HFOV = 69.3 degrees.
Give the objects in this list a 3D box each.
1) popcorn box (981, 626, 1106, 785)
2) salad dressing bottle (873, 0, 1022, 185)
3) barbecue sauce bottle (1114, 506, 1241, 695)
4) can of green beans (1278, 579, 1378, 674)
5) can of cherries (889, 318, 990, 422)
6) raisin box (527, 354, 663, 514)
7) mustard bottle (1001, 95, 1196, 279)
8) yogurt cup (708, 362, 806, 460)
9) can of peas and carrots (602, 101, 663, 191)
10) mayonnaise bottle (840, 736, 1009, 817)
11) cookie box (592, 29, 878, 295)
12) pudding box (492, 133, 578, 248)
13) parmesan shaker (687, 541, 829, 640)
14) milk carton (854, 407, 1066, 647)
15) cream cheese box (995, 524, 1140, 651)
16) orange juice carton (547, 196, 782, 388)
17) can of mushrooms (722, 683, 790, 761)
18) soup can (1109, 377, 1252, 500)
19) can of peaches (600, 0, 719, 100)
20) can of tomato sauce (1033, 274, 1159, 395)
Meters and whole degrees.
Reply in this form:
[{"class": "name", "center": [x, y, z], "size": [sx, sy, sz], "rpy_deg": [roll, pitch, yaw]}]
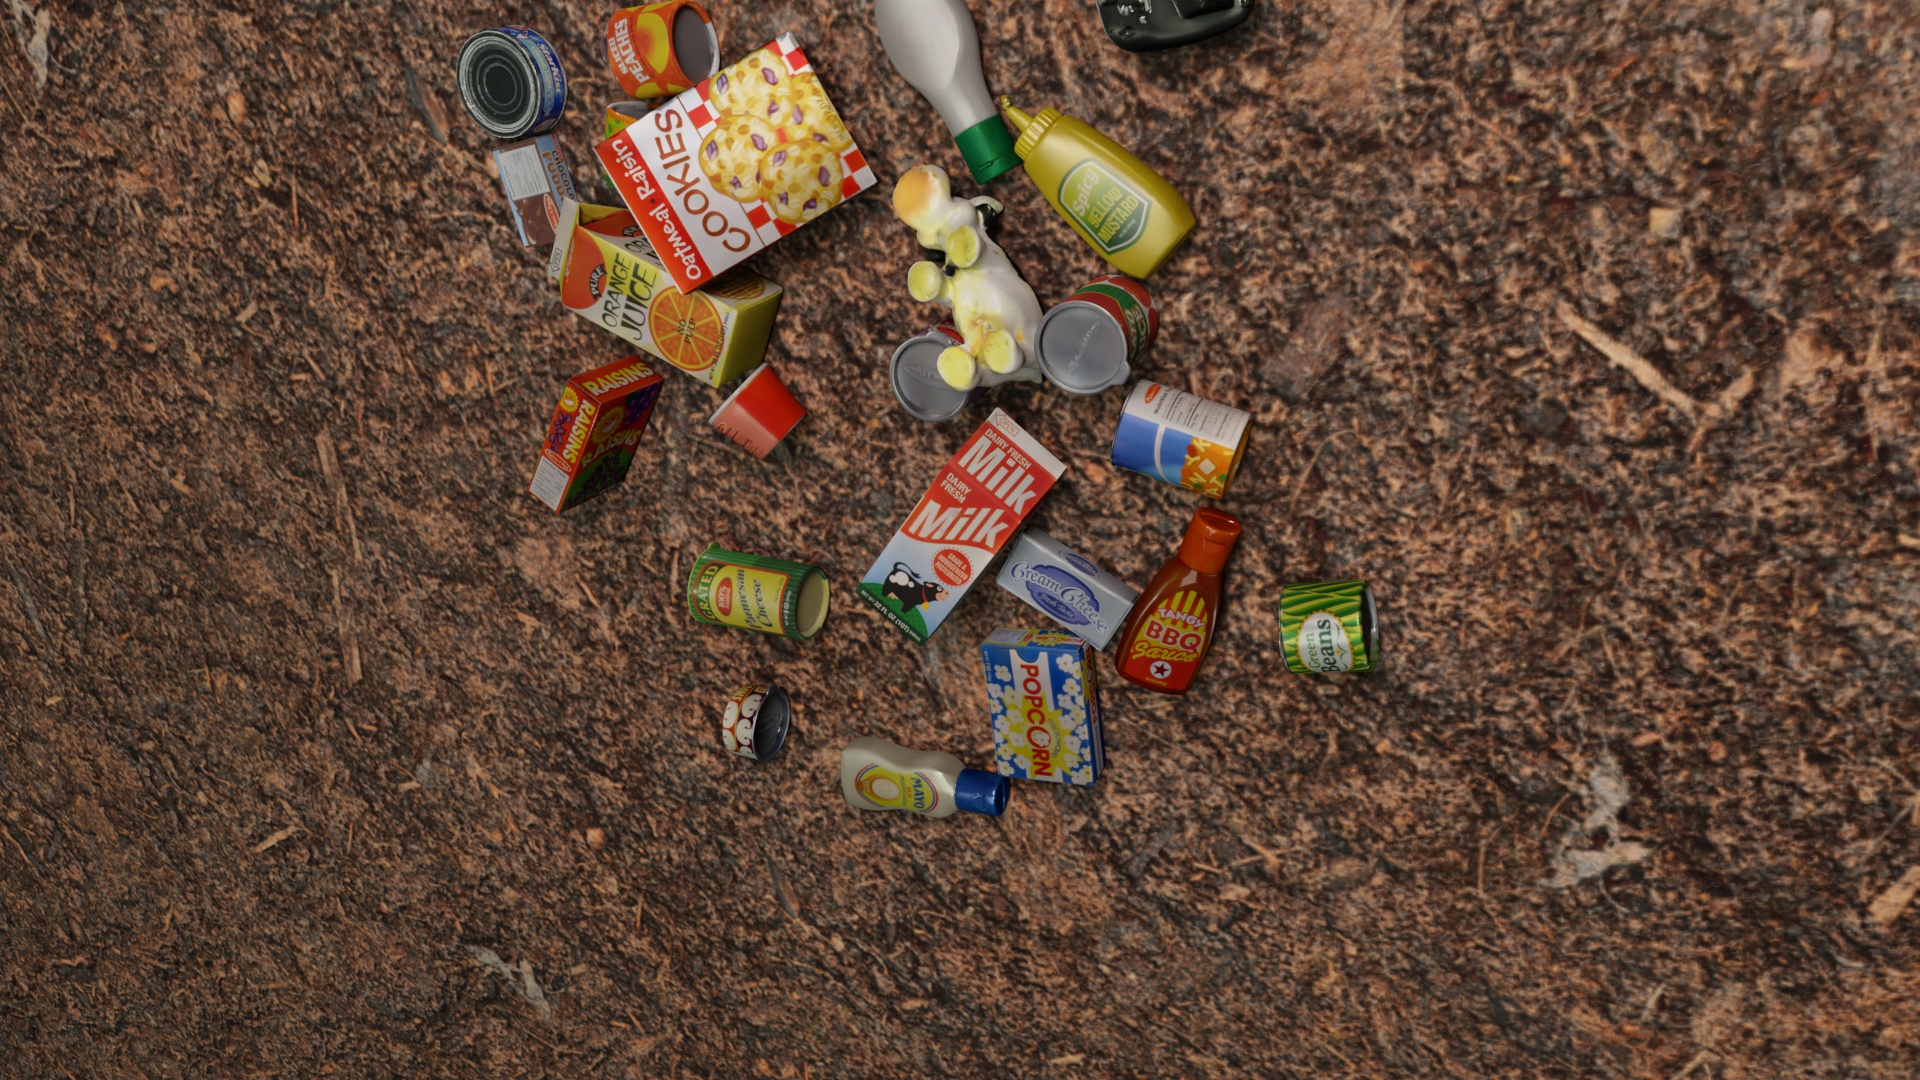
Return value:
[{"class": "popcorn box", "center": [0.069, 0.136, 1.137], "size": [0.085, 0.038, 0.126], "rpy_deg": [2, 114, 25]}, {"class": "salad dressing bottle", "center": [-0.006, -0.321, 0.964], "size": [0.064, 0.044, 0.147], "rpy_deg": [-22, 103, 31]}, {"class": "barbecue sauce bottle", "center": [0.168, 0.045, 1.046], "size": [0.065, 0.044, 0.147], "rpy_deg": [17, 119, -1]}, {"class": "can of green beans", "center": [0.265, 0.062, 0.996], "size": [0.058, 0.071, 0.071], "rpy_deg": [-5, 110, 26]}, {"class": "can of cherries", "center": [-0.010, -0.131, 1.042], "size": [0.071, 0.059, 0.071], "rpy_deg": [10, 116, 22]}, {"class": "raisin box", "center": [-0.311, -0.091, 1.182], "size": [0.040, 0.086, 0.122], "rpy_deg": [38, 123, 10]}, {"class": "mustard bottle", "center": [0.085, -0.249, 0.950], "size": [0.160, 0.049, 0.065], "rpy_deg": [41, 121, 3]}, {"class": "yogurt cup", "center": [-0.162, -0.102, 1.123], "size": [0.054, 0.073, 0.072], "rpy_deg": [44, 123, -8]}, {"class": "can of peas and carrots", "center": [-0.238, -0.300, 1.067], "size": [0.071, 0.071, 0.058], "rpy_deg": [19, 119, 16]}, {"class": "mayonnaise bottle", "center": [-0.032, 0.212, 1.216], "size": [0.148, 0.041, 0.064], "rpy_deg": [5, 113, 23]}, {"class": "cookie box", "center": [-0.163, -0.274, 1.017], "size": [0.167, 0.040, 0.122], "rpy_deg": [-30, 101, 3]}, {"class": "pudding box", "center": [-0.346, -0.287, 1.144], "size": [0.049, 0.030, 0.083], "rpy_deg": [-6, 110, 26]}, {"class": "parmesan shaker", "center": [-0.172, 0.043, 1.191], "size": [0.103, 0.071, 0.071], "rpy_deg": [8, 116, 21]}, {"class": "milk carton", "center": [0.004, -0.014, 1.079], "size": [0.072, 0.074, 0.189], "rpy_deg": [41, 122, 4]}, {"class": "cream cheese box", "center": [0.084, 0.037, 1.094], "size": [0.104, 0.024, 0.053], "rpy_deg": [33, 122, 8]}, {"class": "orange juice carton", "center": [-0.246, -0.203, 1.110], "size": [0.193, 0.073, 0.071], "rpy_deg": [29, 122, 11]}, {"class": "can of mushrooms", "center": [-0.183, 0.161, 1.249], "size": [0.033, 0.071, 0.070], "rpy_deg": [8, 116, 23]}, {"class": "soup can", "center": [0.157, -0.070, 0.988], "size": [0.084, 0.072, 0.071], "rpy_deg": [20, 119, 15]}, {"class": "can of peaches", "center": [-0.221, -0.363, 1.027], "size": [0.058, 0.071, 0.071], "rpy_deg": [1, 113, 23]}, {"class": "can of tomato sauce", "center": [0.098, -0.144, 0.970], "size": [0.071, 0.083, 0.071], "rpy_deg": [10, 116, 21]}]
